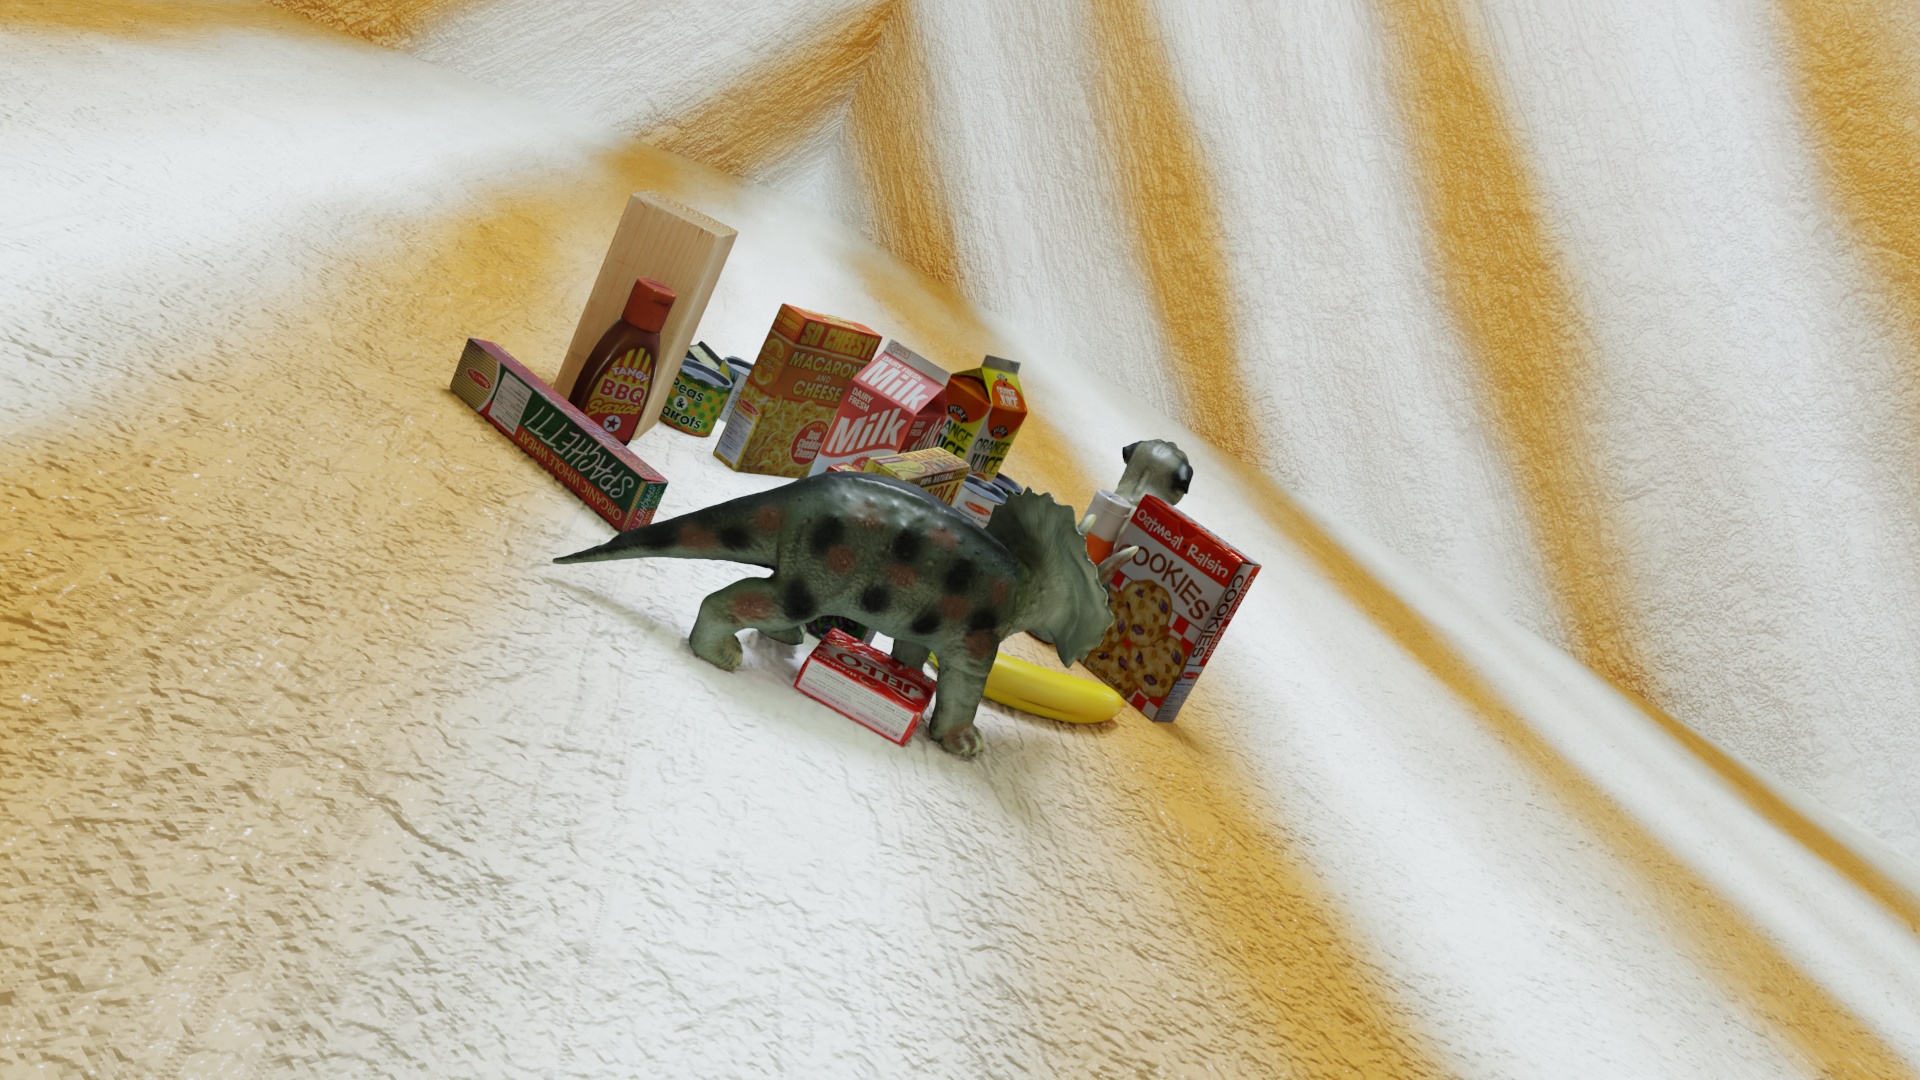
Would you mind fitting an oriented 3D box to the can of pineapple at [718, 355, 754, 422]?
[{"bbox_3d":[-0.237,-0.160,1.505,0.071,0.057,0.071,25,15,-7],"label":"can of pineapple"}]

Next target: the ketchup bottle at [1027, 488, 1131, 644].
[{"bbox_3d":[0.112,0.025,1.302,0.043,0.148,0.065,32,15,19],"label":"ketchup bottle"}]

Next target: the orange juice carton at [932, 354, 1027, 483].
[{"bbox_3d":[0.004,-0.109,1.483,0.073,0.192,0.072,36,17,31],"label":"orange juice carton"}]

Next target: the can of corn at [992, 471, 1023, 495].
[{"bbox_3d":[0.028,-0.046,1.574,0.071,0.058,0.071,25,15,-7],"label":"can of corn"}]

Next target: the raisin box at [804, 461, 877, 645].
[{"bbox_3d":[-0.084,0.014,1.053,0.086,0.123,0.040,30,15,11],"label":"raisin box"}]

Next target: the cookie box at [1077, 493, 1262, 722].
[{"bbox_3d":[0.180,0.061,1.259,0.040,0.167,0.123,10,22,-49],"label":"cookie box"}]

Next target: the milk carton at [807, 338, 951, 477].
[{"bbox_3d":[-0.076,-0.083,1.260,0.072,0.190,0.073,32,15,18],"label":"milk carton"}]

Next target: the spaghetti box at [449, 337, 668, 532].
[{"bbox_3d":[-0.327,-0.086,1.119,0.250,0.050,0.029,35,17,29],"label":"spaghetti box"}]

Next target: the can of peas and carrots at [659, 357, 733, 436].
[{"bbox_3d":[-0.270,-0.144,1.392,0.071,0.058,0.071,25,15,-7],"label":"can of peas and carrots"}]

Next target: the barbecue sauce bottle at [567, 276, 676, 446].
[{"bbox_3d":[-0.295,-0.158,1.222,0.065,0.148,0.044,13,20,-43],"label":"barbecue sauce bottle"}]

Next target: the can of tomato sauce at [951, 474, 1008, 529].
[{"bbox_3d":[0.005,-0.017,1.389,0.071,0.083,0.071,25,15,-7],"label":"can of tomato sauce"}]

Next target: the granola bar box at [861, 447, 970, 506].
[{"bbox_3d":[-0.059,-0.015,1.190,0.039,0.124,0.166,30,15,13],"label":"granola bar box"}]

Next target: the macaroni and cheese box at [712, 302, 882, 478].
[{"bbox_3d":[-0.160,-0.144,1.373,0.040,0.166,0.124,35,17,29],"label":"macaroni and cheese box"}]
